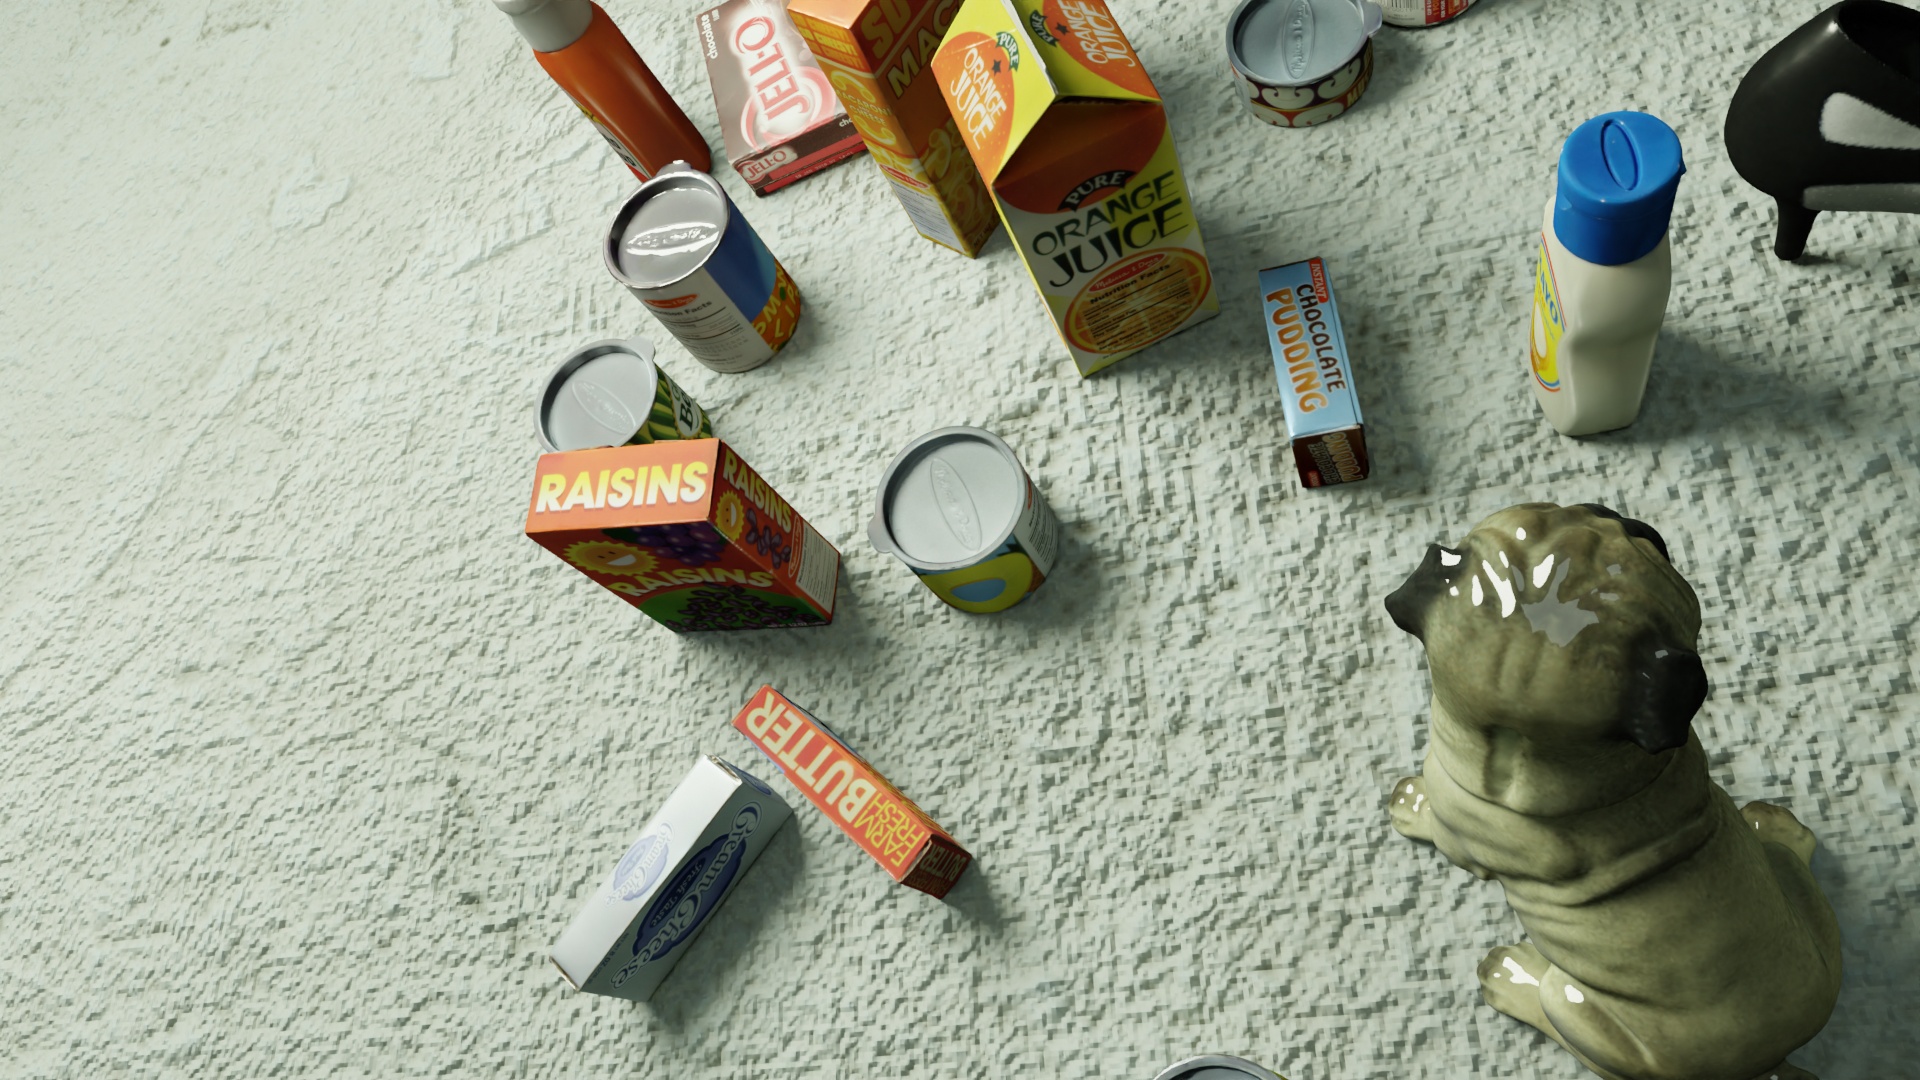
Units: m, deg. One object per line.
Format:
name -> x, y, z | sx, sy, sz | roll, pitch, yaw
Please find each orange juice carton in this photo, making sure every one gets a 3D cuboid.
orange juice carton -> 0.047, -0.153, 0.570 | 0.073, 0.192, 0.072 | -25, 62, 8

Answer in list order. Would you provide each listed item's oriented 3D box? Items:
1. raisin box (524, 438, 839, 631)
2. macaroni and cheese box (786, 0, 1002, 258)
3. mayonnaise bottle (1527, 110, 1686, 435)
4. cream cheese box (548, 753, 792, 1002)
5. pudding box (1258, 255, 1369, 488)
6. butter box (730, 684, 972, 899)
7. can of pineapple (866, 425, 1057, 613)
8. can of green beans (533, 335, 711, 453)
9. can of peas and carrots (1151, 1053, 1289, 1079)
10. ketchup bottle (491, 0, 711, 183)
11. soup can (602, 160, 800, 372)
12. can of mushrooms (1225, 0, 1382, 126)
raisin box -> -0.115, 0.001, 0.599 | 0.086, 0.123, 0.040 | -3, 67, 18
macaroni and cheese box -> 0.000, -0.227, 0.634 | 0.040, 0.166, 0.124 | 29, 80, 27
mayonnaise bottle -> 0.232, -0.096, 0.505 | 0.041, 0.147, 0.065 | -10, 65, 16
cream cheese box -> -0.119, 0.141, 0.579 | 0.024, 0.053, 0.104 | 33, 81, 28
pudding box -> 0.148, -0.070, 0.580 | 0.030, 0.049, 0.084 | -11, 64, 15
butter box -> -0.044, 0.103, 0.570 | 0.104, 0.053, 0.024 | 37, 83, 29
can of pineapple -> 0.002, -0.008, 0.599 | 0.071, 0.057, 0.071 | -7, 65, 17
can of green beans -> -0.164, -0.056, 0.679 | 0.071, 0.057, 0.071 | -7, 65, 17
can of peas and carrots -> 0.095, 0.211, 0.470 | 0.071, 0.058, 0.071 | -7, 65, 17
ketchup bottle -> -0.185, -0.241, 0.716 | 0.043, 0.148, 0.065 | -41, 61, -1
soup can -> -0.125, -0.133, 0.684 | 0.071, 0.083, 0.071 | -7, 66, 17
can of mushrooms -> 0.163, -0.231, 0.655 | 0.071, 0.033, 0.071 | -7, 65, 16
